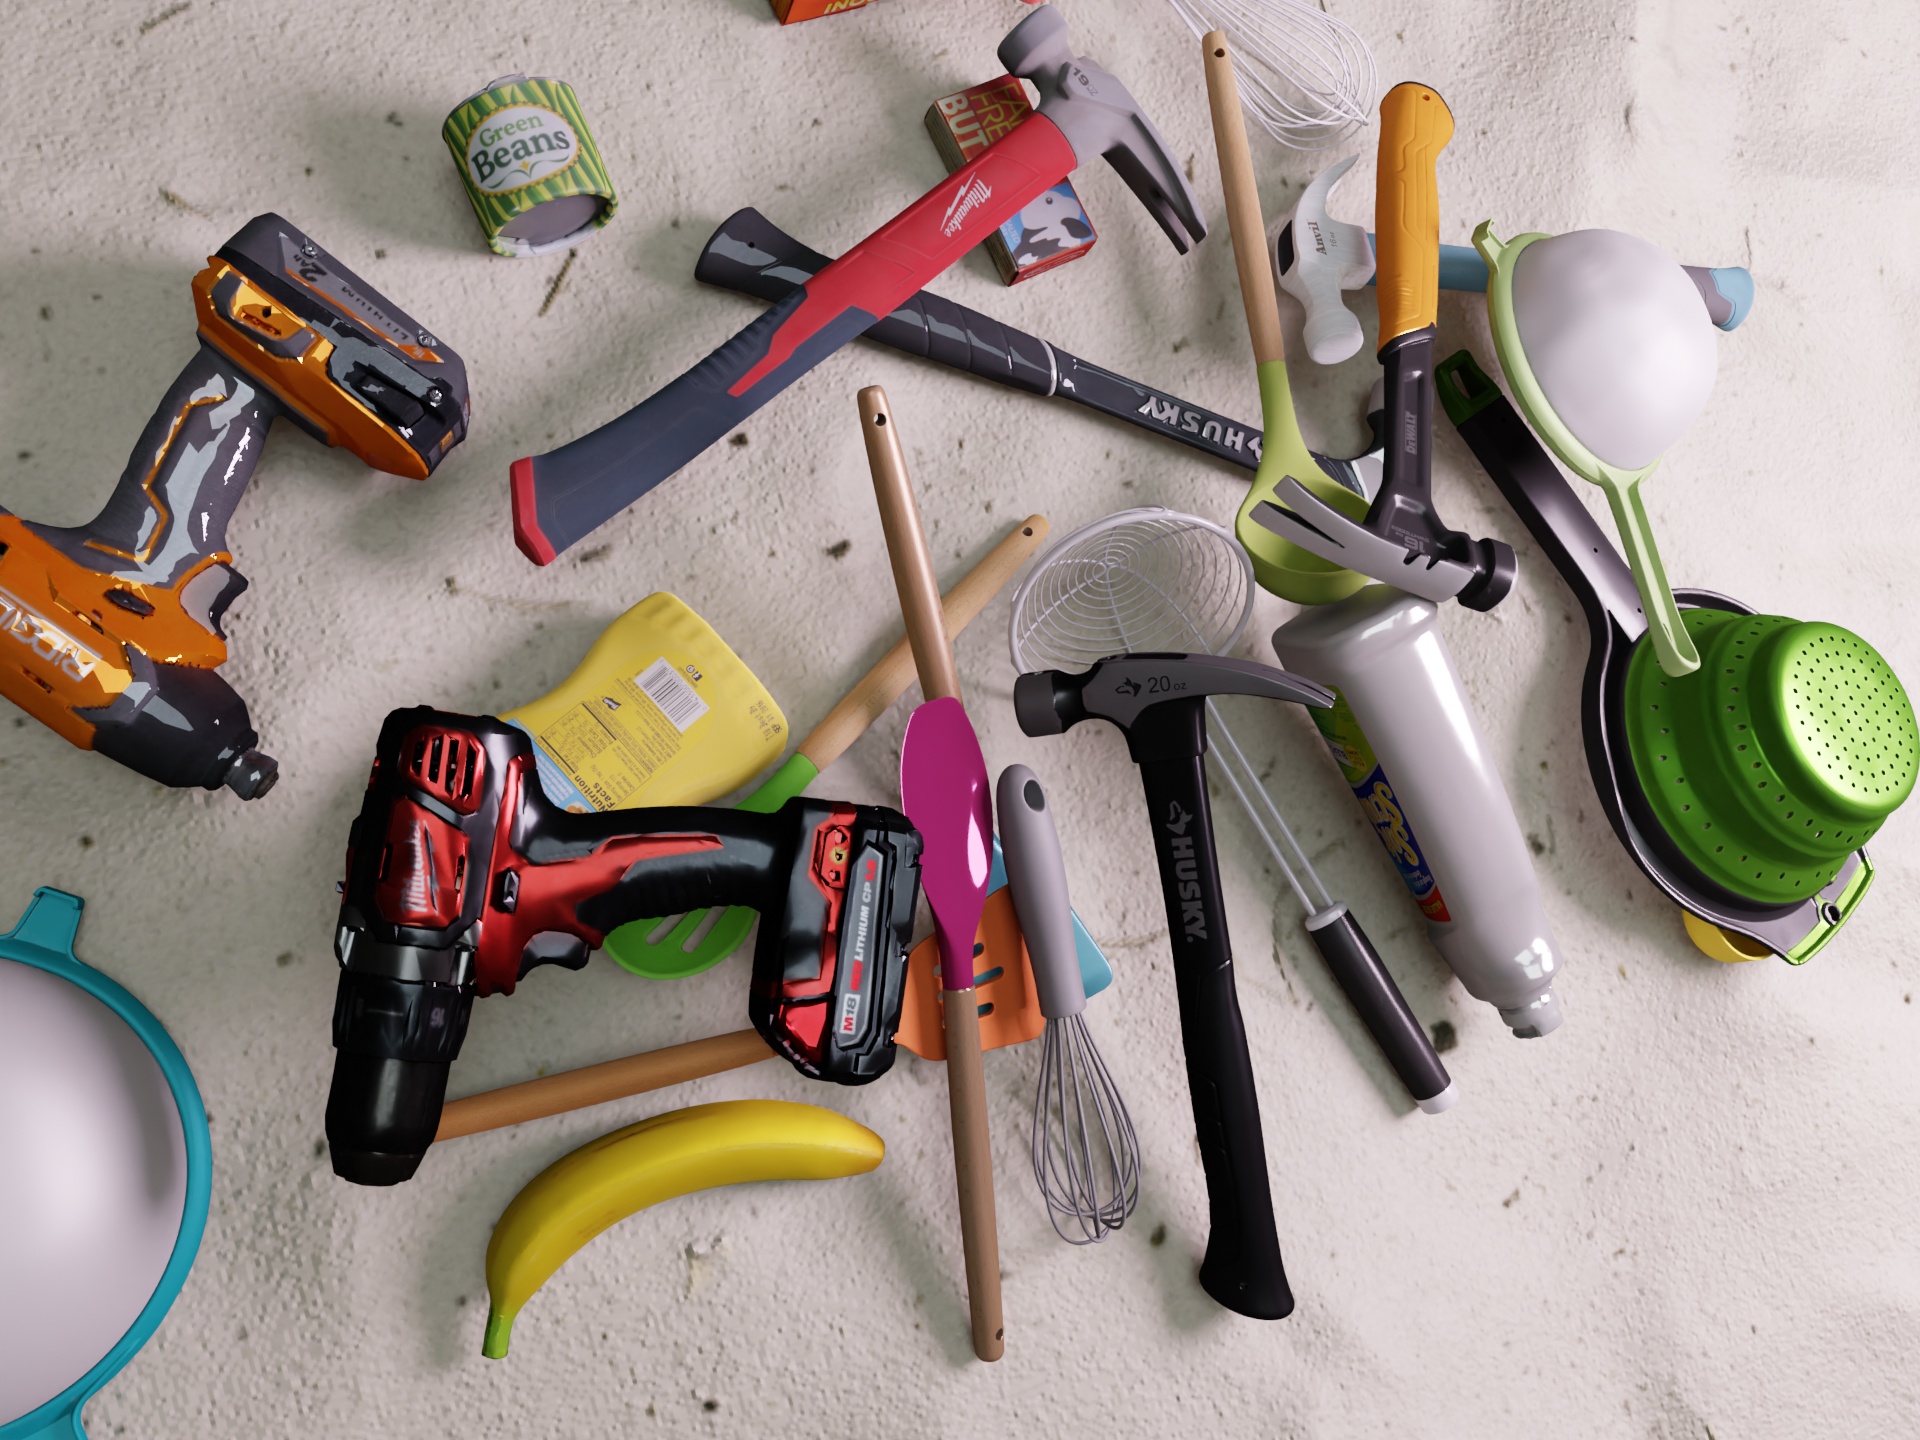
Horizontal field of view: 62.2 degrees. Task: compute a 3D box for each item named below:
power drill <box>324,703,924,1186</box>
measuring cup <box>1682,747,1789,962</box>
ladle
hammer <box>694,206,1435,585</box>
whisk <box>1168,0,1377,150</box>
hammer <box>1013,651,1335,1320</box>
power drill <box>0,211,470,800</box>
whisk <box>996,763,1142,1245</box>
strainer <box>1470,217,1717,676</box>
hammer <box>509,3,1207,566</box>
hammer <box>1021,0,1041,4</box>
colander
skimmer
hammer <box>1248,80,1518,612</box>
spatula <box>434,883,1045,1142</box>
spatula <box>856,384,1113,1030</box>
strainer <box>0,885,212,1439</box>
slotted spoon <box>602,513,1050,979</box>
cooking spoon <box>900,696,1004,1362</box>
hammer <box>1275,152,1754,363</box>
[{"bbox_3d":[-0.141,0.102,0.654,0.226,0.080,0.188,10,82,-15],"label":"power drill"},{"bbox_3d":[0.454,0.069,0.934,0.062,0.029,0.157,25,63,-14],"label":"measuring cup"},{"bbox_3d":[0.160,-0.215,0.827,0.078,0.062,0.320,-7,83,-6],"label":"ladle"},{"bbox_3d":[0.060,-0.174,0.840,0.408,0.036,0.149,17,78,-13],"label":"hammer"},{"bbox_3d":[0.116,-0.420,0.885,0.284,0.070,0.070,37,73,-4],"label":"whisk"},{"bbox_3d":[0.124,0.130,0.765,0.146,0.035,0.334,-7,99,18],"label":"hammer"},{"bbox_3d":[-0.313,-0.085,0.687,0.164,0.084,0.226,38,77,-9],"label":"power drill"},{"bbox_3d":[0.046,0.137,0.758,0.055,0.055,0.239,-13,97,-19],"label":"whisk"},{"bbox_3d":[0.360,-0.153,0.827,0.151,0.069,0.256,1,72,-38],"label":"strainer"},{"bbox_3d":[-0.050,-0.190,0.773,0.386,0.038,0.143,-41,97,-16],"label":"hammer"},{"bbox_3d":[-0.024,-0.545,0.829,0.149,0.036,0.359,-25,88,-21],"label":"hammer"},{"bbox_3d":[0.408,-0.057,0.884,0.204,0.094,0.397,-34,88,-30],"label":"colander"},{"bbox_3d":[0.154,0.057,0.803,0.127,0.090,0.363,-31,95,13],"label":"skimmer"},{"bbox_3d":[0.222,-0.213,0.817,0.127,0.034,0.337,18,58,-13],"label":"hammer"},{"bbox_3d":[-0.112,0.150,0.730,0.322,0.041,0.081,-12,102,-11],"label":"spatula"},{"bbox_3d":[-0.001,-0.002,0.758,0.082,0.044,0.317,-19,110,-15],"label":"spatula"},{"bbox_3d":[-0.379,0.243,0.605,0.211,0.095,0.340,-26,88,-19],"label":"strainer"},{"bbox_3d":[-0.056,0.005,0.778,0.070,0.031,0.314,39,69,10],"label":"slotted spoon"},{"bbox_3d":[0.001,0.148,0.737,0.068,0.017,0.319,-17,105,-55],"label":"cooking spoon"},{"bbox_3d":[0.330,-0.258,0.925,0.331,0.033,0.128,-1,66,-21],"label":"hammer"}]
